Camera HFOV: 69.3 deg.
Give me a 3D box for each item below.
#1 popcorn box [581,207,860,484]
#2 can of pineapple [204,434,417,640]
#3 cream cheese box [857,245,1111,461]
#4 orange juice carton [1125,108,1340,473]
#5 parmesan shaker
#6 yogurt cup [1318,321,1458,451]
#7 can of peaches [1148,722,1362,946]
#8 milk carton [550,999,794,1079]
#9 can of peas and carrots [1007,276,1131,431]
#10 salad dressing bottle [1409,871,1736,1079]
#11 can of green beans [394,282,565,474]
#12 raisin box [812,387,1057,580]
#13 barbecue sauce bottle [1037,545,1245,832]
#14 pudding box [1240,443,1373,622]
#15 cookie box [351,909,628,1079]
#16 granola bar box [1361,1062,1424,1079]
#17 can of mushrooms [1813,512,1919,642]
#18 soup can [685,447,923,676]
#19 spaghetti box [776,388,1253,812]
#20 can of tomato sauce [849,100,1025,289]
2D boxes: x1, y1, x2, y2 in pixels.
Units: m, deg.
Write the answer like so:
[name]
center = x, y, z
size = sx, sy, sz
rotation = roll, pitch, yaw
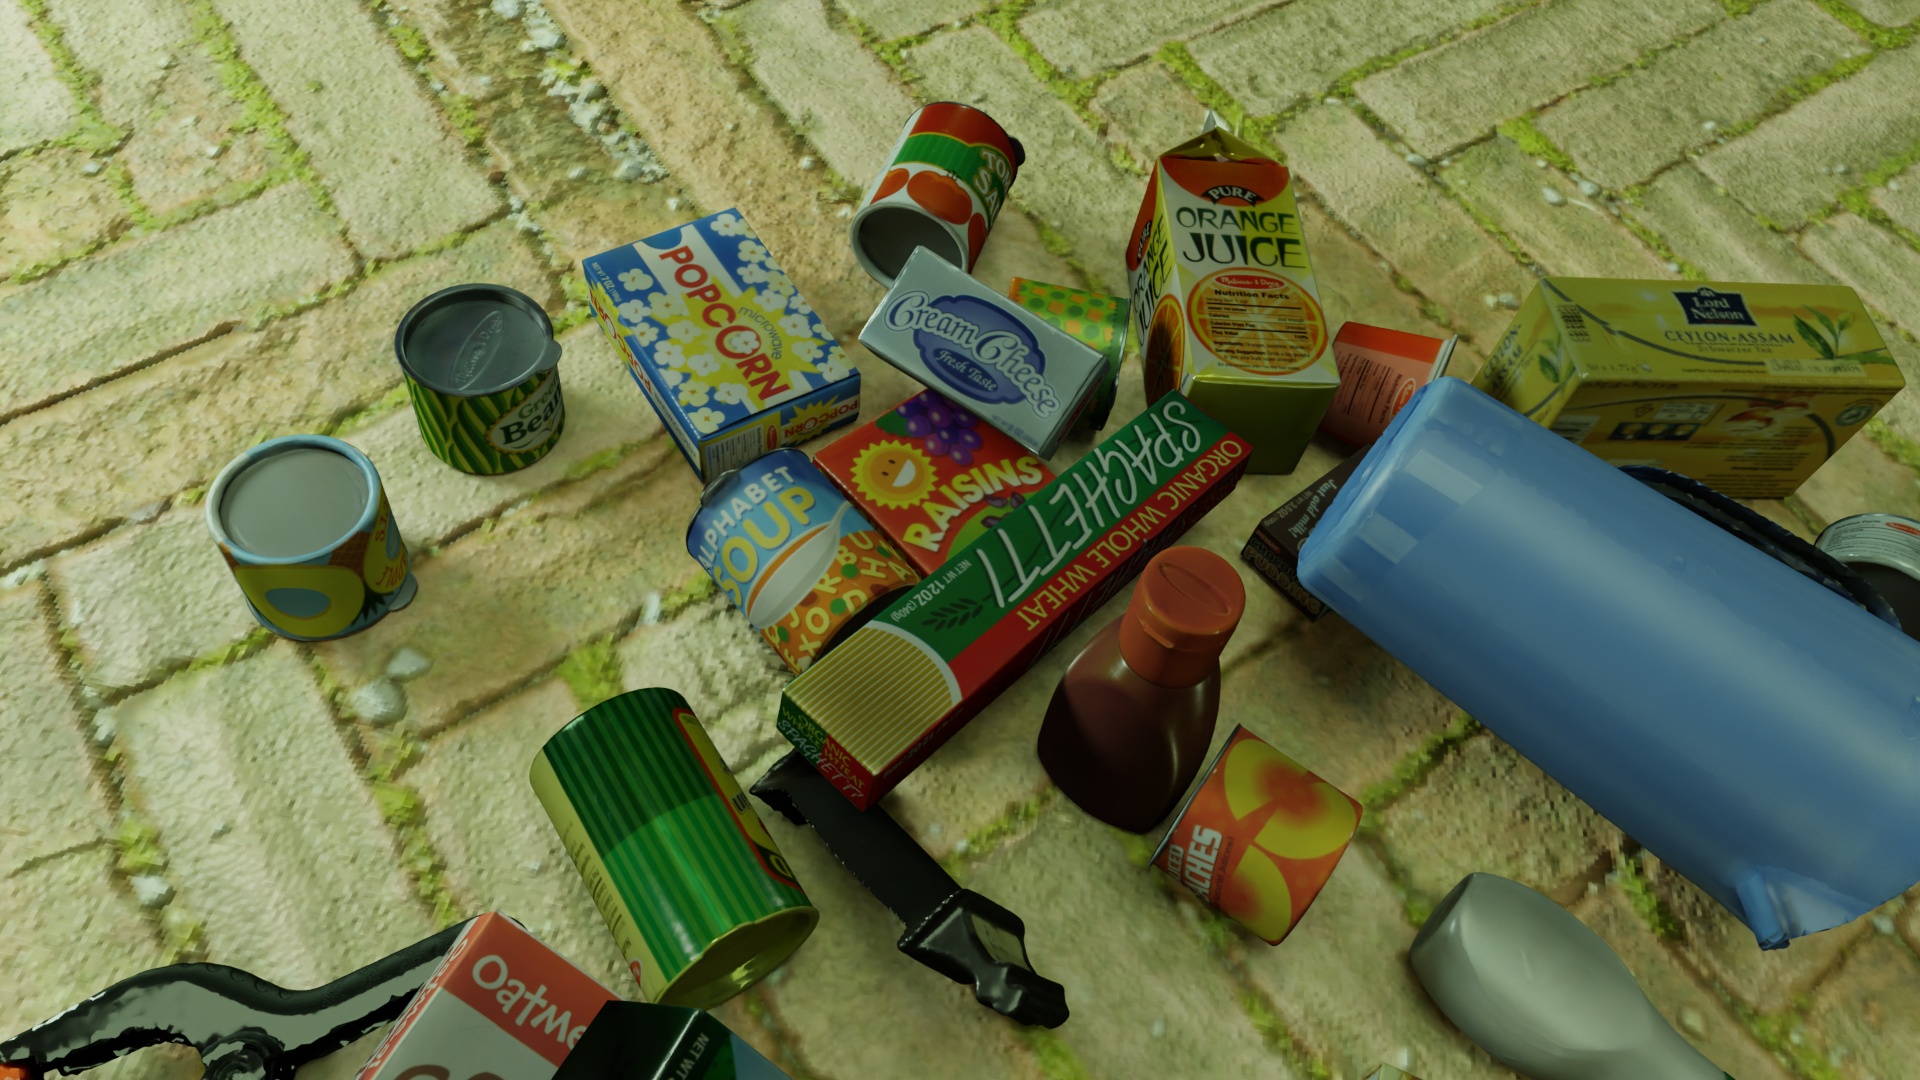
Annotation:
[popcorn box]
center = -0.116, -0.096, 0.671
size = 0.085, 0.038, 0.127
rotation = -26, 63, -22
[can of pineapple]
center = -0.264, -0.001, 0.570
size = 0.071, 0.057, 0.071
rotation = 4, 55, -6
[cream cheese box]
center = 0.010, -0.085, 0.629
size = 0.104, 0.024, 0.053
rotation = 33, 89, 13
[orange juice carton]
center = 0.132, -0.132, 0.713
size = 0.073, 0.071, 0.193
rotation = 2, 56, -7
[parmesan shaker]
center = -0.106, 0.111, 0.508
size = 0.071, 0.071, 0.103
rotation = -26, 63, -24
[yogurt cup]
center = 0.207, -0.075, 0.692
size = 0.054, 0.072, 0.073
rotation = 22, 55, 16
[can of peaches]
center = 0.114, 0.116, 0.542
size = 0.058, 0.071, 0.071
rotation = 33, 57, 13
[milk carton]
center = -0.043, 0.223, 0.414
size = 0.190, 0.073, 0.073
rotation = 44, 56, -16
[can of peas and carrots]
center = 0.047, -0.089, 0.673
size = 0.059, 0.070, 0.071
rotation = 11, 55, 0
[salad dressing bottle]
center = 0.245, 0.190, 0.526
size = 0.148, 0.043, 0.064
rotation = 38, 57, 16
[can of green beans]
center = -0.215, -0.072, 0.627
size = 0.071, 0.057, 0.071
rotation = 4, 55, -6
[raisin box]
center = 0.002, -0.008, 0.627
size = 0.086, 0.039, 0.123
rotation = -34, 68, -27
[barbecue sauce bottle]
center = 0.070, 0.057, 0.526
size = 0.065, 0.147, 0.044
rotation = 36, 59, 16
[pudding box]
center = 0.181, -0.004, 0.657
size = 0.084, 0.030, 0.050
rotation = -32, 67, -26
[cookie box]
center = -0.147, 0.218, 0.421
size = 0.123, 0.040, 0.168
rotation = 41, 55, -13
[granola bar box]
center = 0.200, 0.271, 0.465
size = 0.166, 0.038, 0.125
rotation = 23, 55, 7
[can of mushrooms]
center = 0.436, 0.025, 0.657
size = 0.071, 0.070, 0.033
rotation = 36, 58, 16
[soup can]
center = -0.066, 0.012, 0.584
size = 0.071, 0.071, 0.084
rotation = -33, 66, -27
[spaghetti box]
center = 0.032, 0.014, 0.570
size = 0.050, 0.028, 0.251
rotation = 40, 54, 18
[can of tomato sauce]
center = -0.011, -0.176, 0.725
size = 0.071, 0.070, 0.083
rotation = 19, 56, 5
